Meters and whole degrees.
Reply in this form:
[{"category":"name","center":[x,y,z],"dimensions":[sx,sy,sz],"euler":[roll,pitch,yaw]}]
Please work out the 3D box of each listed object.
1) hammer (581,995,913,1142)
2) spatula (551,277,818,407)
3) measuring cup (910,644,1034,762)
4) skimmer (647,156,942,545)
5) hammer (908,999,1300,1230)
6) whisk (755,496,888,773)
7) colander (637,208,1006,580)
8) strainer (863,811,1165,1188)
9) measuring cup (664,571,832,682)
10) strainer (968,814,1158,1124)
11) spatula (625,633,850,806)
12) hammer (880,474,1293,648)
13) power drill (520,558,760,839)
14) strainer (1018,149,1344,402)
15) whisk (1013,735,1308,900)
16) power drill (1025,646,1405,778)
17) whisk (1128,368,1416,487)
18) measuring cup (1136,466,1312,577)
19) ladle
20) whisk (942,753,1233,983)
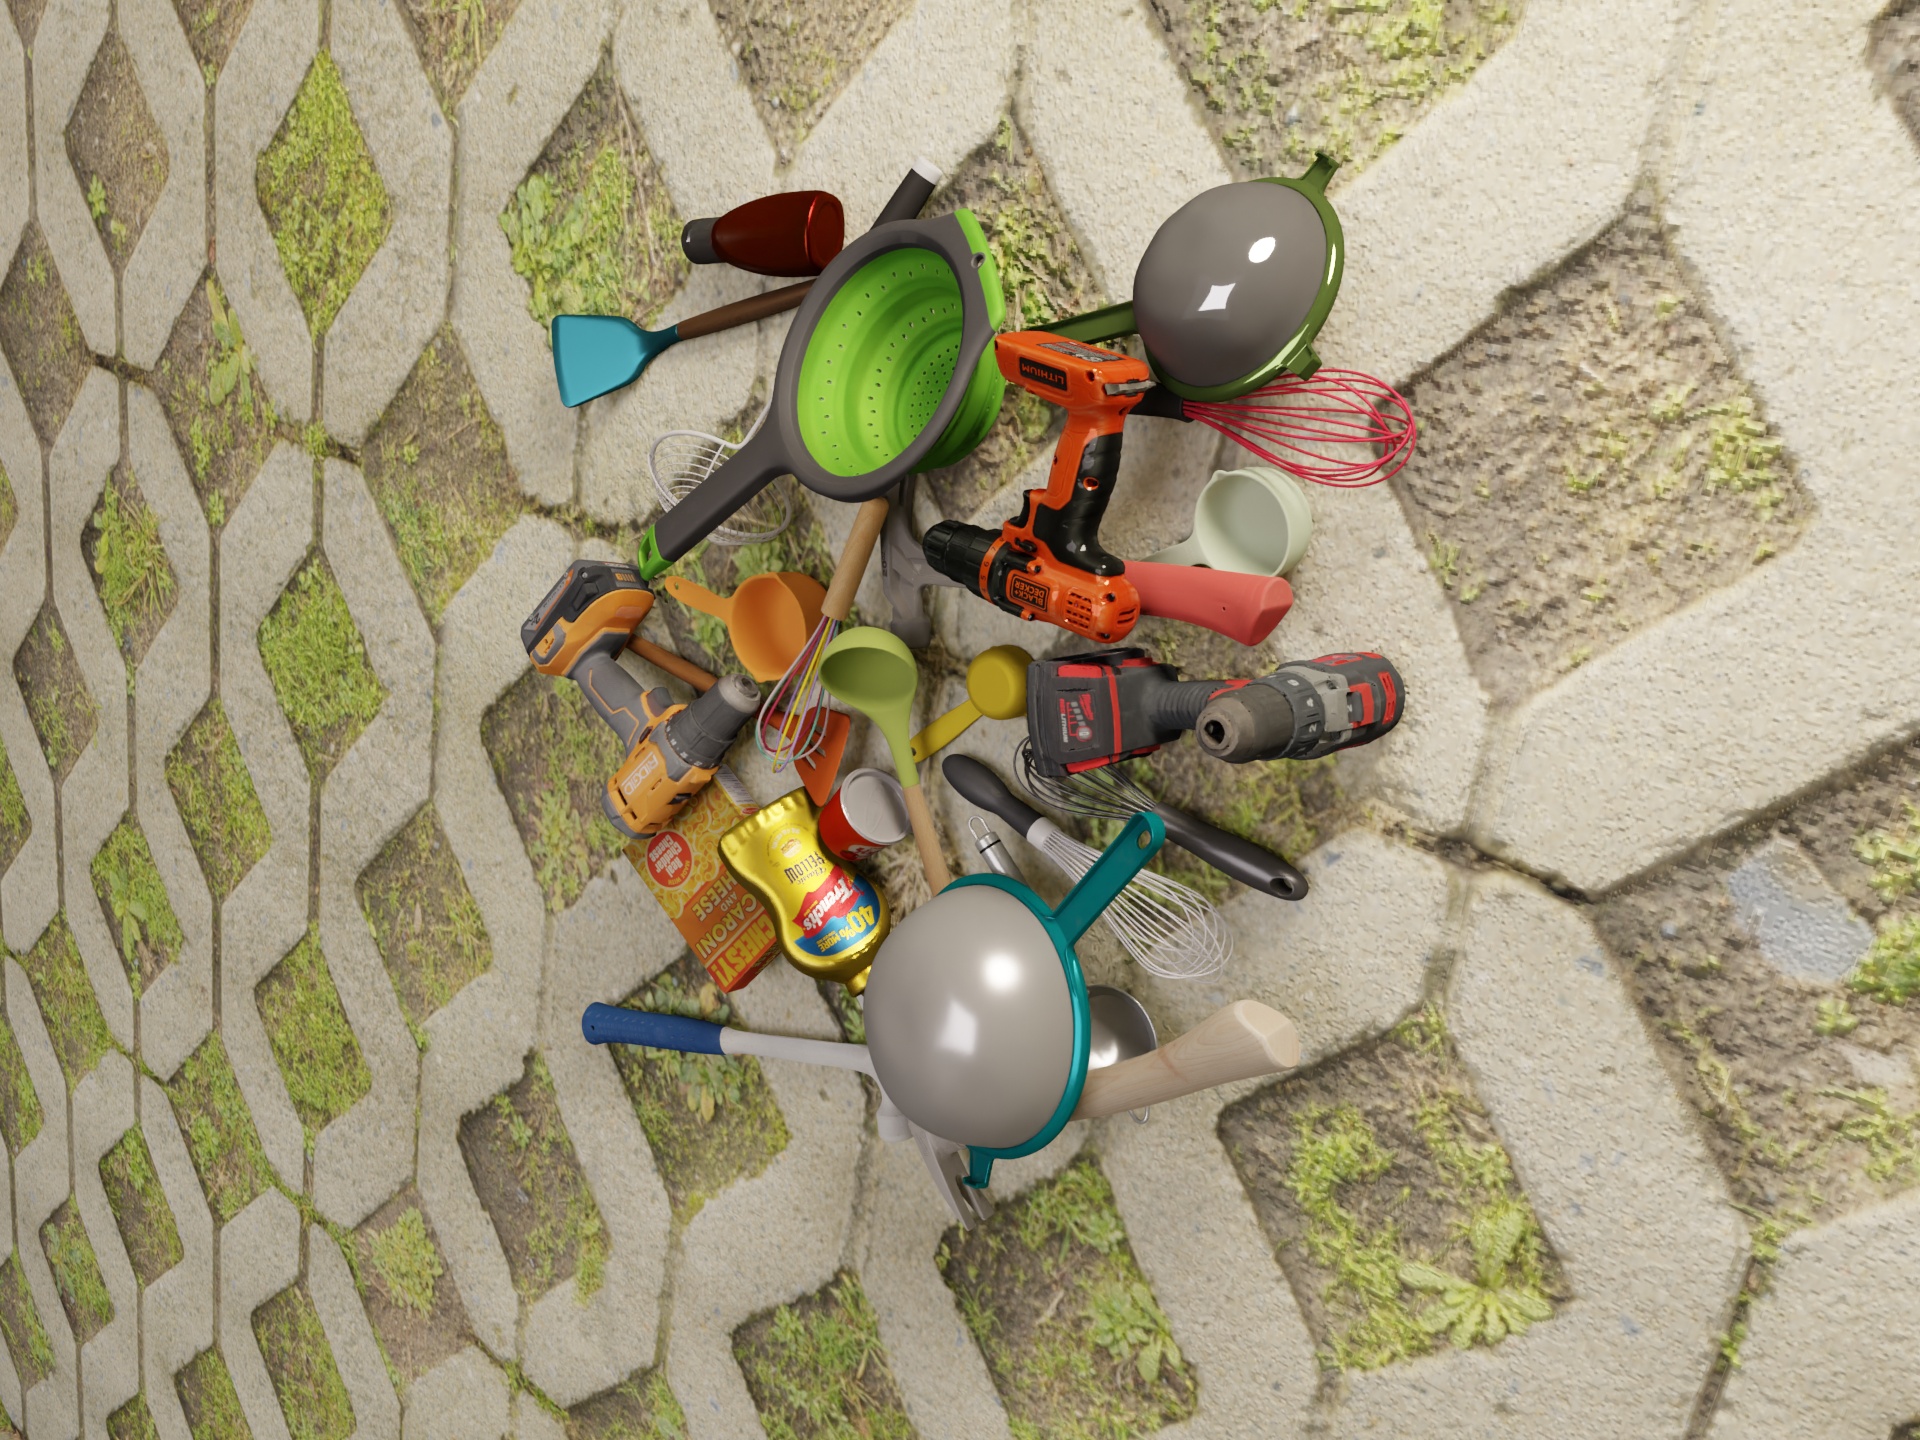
[{"category":"hammer","center":[-0.207,0.288,1.456],"dimensions":[0.405,0.035,0.144],"euler":[-2,98,39]},{"category":"spatula","center":[-0.223,-0.330,1.331],"dimensions":[0.317,0.044,0.082],"euler":[-5,93,38]},{"category":"measuring cup","center":[-0.002,-0.004,1.234],"dimensions":[0.156,0.029,0.062],"euler":[-37,77,35]},{"category":"skimmer","center":[-0.125,-0.287,1.260],"dimensions":[0.127,0.090,0.363],"euler":[32,112,-14]},{"category":"hammer","center":[0.093,0.282,1.161],"dimensions":[0.410,0.038,0.146],"euler":[-30,84,49]},{"category":"whisk","center":[-0.108,-0.066,1.256],"dimensions":[0.051,0.047,0.245],"euler":[35,113,29]},{"category":"colander","center":[-0.093,-0.209,1.194],"dimensions":[0.397,0.094,0.205],"euler":[-33,58,32]},{"category":"strainer","center":[0.022,0.177,1.125],"dimensions":[0.340,0.095,0.211],"euler":[-54,50,36]},{"category":"measuring cup","center":[-0.175,-0.094,1.340],"dimensions":[0.174,0.052,0.095],"euler":[24,114,34]},{"category":"strainer","center":[0.078,0.180,1.192],"dimensions":[0.087,0.050,0.258],"euler":[-38,79,33]},{"category":"spatula","center":[-0.208,-0.023,1.387],"dimensions":[0.323,0.041,0.081],"euler":[26,104,33]},{"category":"hammer","center":[0.073,-0.108,1.124],"dimensions":[0.359,0.036,0.149],"euler":[11,107,44]},{"category":"power drill","center":[-0.274,-0.037,1.381],"dimensions":[0.185,0.084,0.226],"euler":[-43,67,28]},{"category":"strainer","center":[0.119,-0.278,1.027],"dimensions":[0.256,0.069,0.151],"euler":[-4,74,43]},{"category":"whisk","center":[0.138,0.071,1.132],"dimensions":[0.239,0.055,0.055],"euler":[27,115,27]},{"category":"power drill","center":[0.147,-0.005,1.021],"dimensions":[0.227,0.188,0.080],"euler":[-1,97,42]},{"category":"whisk","center":[0.167,-0.205,1.045],"dimensions":[0.296,0.073,0.073],"euler":[20,112,41]},{"category":"measuring cup","center":[0.169,-0.119,1.077],"dimensions":[0.167,0.038,0.083],"euler":[-22,91,53]},{"category":"ladle","center":[-0.036,0.079,1.245],"dimensions":[0.078,0.062,0.320],"euler":[-12,101,22]},{"category":"whisk","center":[0.085,0.103,1.176],"dimensions":[0.285,0.070,0.070],"euler":[36,120,33]}]
